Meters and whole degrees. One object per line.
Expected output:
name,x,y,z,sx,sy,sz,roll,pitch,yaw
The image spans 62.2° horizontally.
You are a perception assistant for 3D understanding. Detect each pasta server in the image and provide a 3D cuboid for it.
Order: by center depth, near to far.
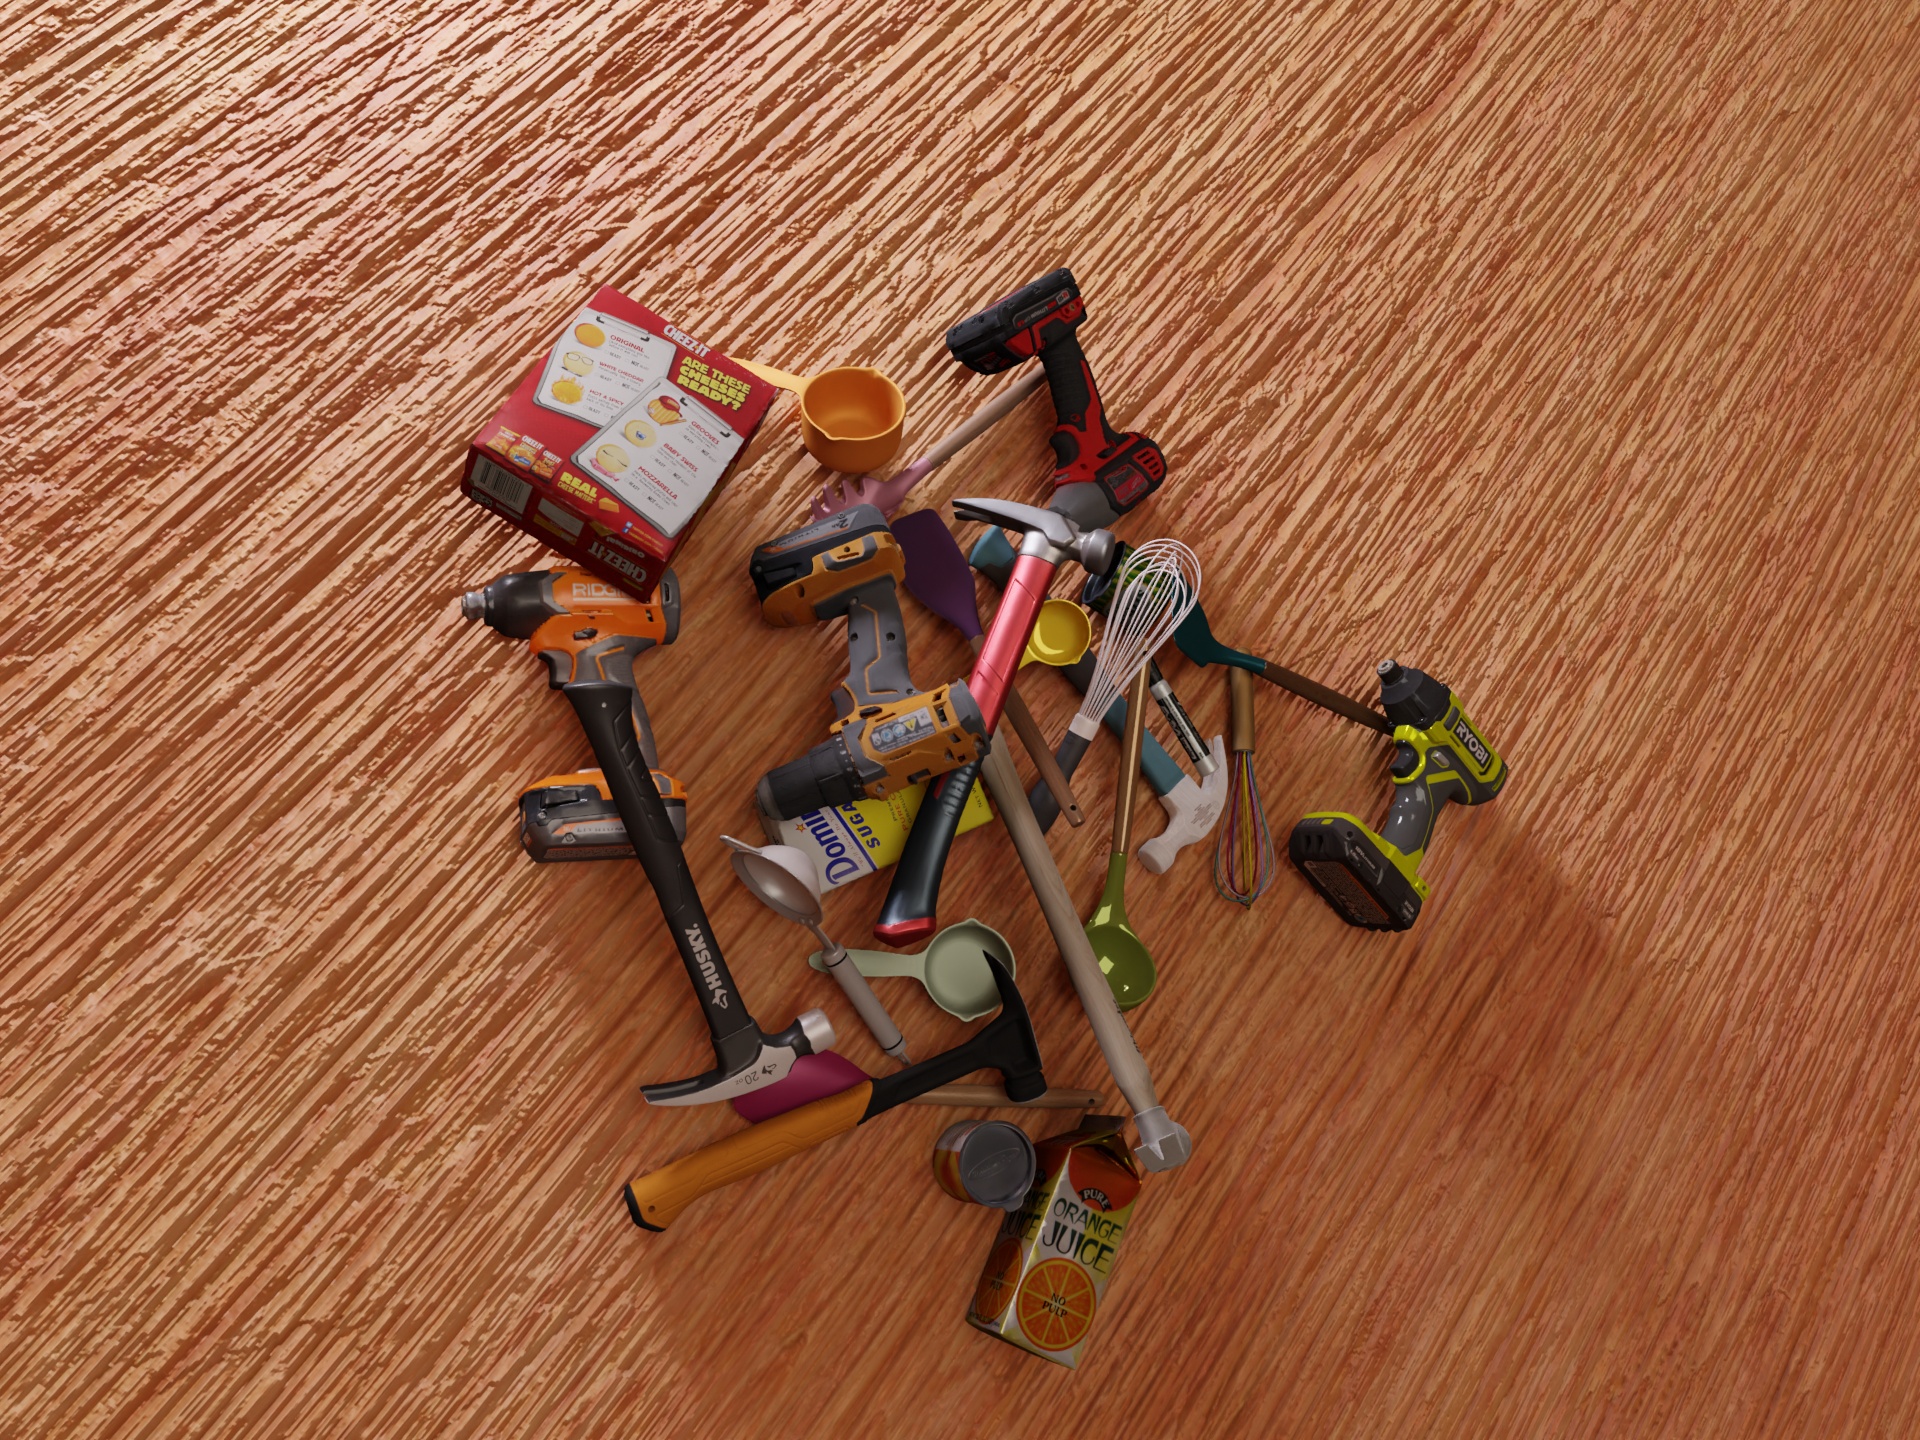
pasta server,-0.011,-0.245,1.399,0.060,0.040,0.316,38,62,21

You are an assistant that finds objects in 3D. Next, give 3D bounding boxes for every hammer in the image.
hammer,-0.213,0.124,1.156,0.146,0.035,0.334,-24,105,-18
hammer,-0.096,0.295,1.218,0.337,0.034,0.127,-21,106,-18
hammer,0.081,0.158,1.262,0.038,0.146,0.411,-25,70,3
hammer,-0.002,-0.004,1.288,0.143,0.038,0.386,17,71,14
hammer,0.118,-0.031,1.406,0.128,0.033,0.331,-40,94,-24

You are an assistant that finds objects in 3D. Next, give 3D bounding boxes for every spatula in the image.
spatula,0.023,-0.046,1.336,0.060,0.018,0.316,-24,71,-15
spatula,0.301,-0.043,1.454,0.317,0.044,0.082,22,55,-27

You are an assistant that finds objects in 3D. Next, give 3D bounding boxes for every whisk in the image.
whisk,0.119,-0.024,1.347,0.070,0.070,0.284,26,96,-15
whisk,0.256,0.051,1.444,0.047,0.051,0.245,27,60,-53

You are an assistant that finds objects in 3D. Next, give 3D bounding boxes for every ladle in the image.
ladle,0.142,0.087,1.350,0.078,0.062,0.320,9,85,-15

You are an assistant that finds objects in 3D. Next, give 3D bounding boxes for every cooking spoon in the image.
cooking spoon,-0.026,0.299,1.275,0.318,0.017,0.069,7,96,-23

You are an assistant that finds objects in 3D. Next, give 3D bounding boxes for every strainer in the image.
strainer,-0.102,0.174,1.237,0.050,0.087,0.258,-45,116,-32

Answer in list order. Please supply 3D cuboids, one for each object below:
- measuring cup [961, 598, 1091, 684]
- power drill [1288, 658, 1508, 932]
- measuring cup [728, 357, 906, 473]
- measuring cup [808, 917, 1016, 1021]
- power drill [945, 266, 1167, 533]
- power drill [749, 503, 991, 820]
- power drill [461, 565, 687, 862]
measuring cup,0.041,-0.048,1.365,0.156,0.029,0.062,-33,90,3
power drill,0.402,0.067,1.466,0.171,0.080,0.223,46,64,-20
measuring cup,-0.131,-0.264,1.353,0.173,0.052,0.095,19,55,9
measuring cup,-0.040,0.200,1.294,0.167,0.038,0.083,4,79,-5
power drill,0.087,-0.271,1.404,0.143,0.078,0.219,-39,107,-33
power drill,-0.098,-0.039,1.257,0.185,0.084,0.226,-23,69,0
power drill,-0.291,-0.010,1.210,0.164,0.084,0.227,-1,74,-22
